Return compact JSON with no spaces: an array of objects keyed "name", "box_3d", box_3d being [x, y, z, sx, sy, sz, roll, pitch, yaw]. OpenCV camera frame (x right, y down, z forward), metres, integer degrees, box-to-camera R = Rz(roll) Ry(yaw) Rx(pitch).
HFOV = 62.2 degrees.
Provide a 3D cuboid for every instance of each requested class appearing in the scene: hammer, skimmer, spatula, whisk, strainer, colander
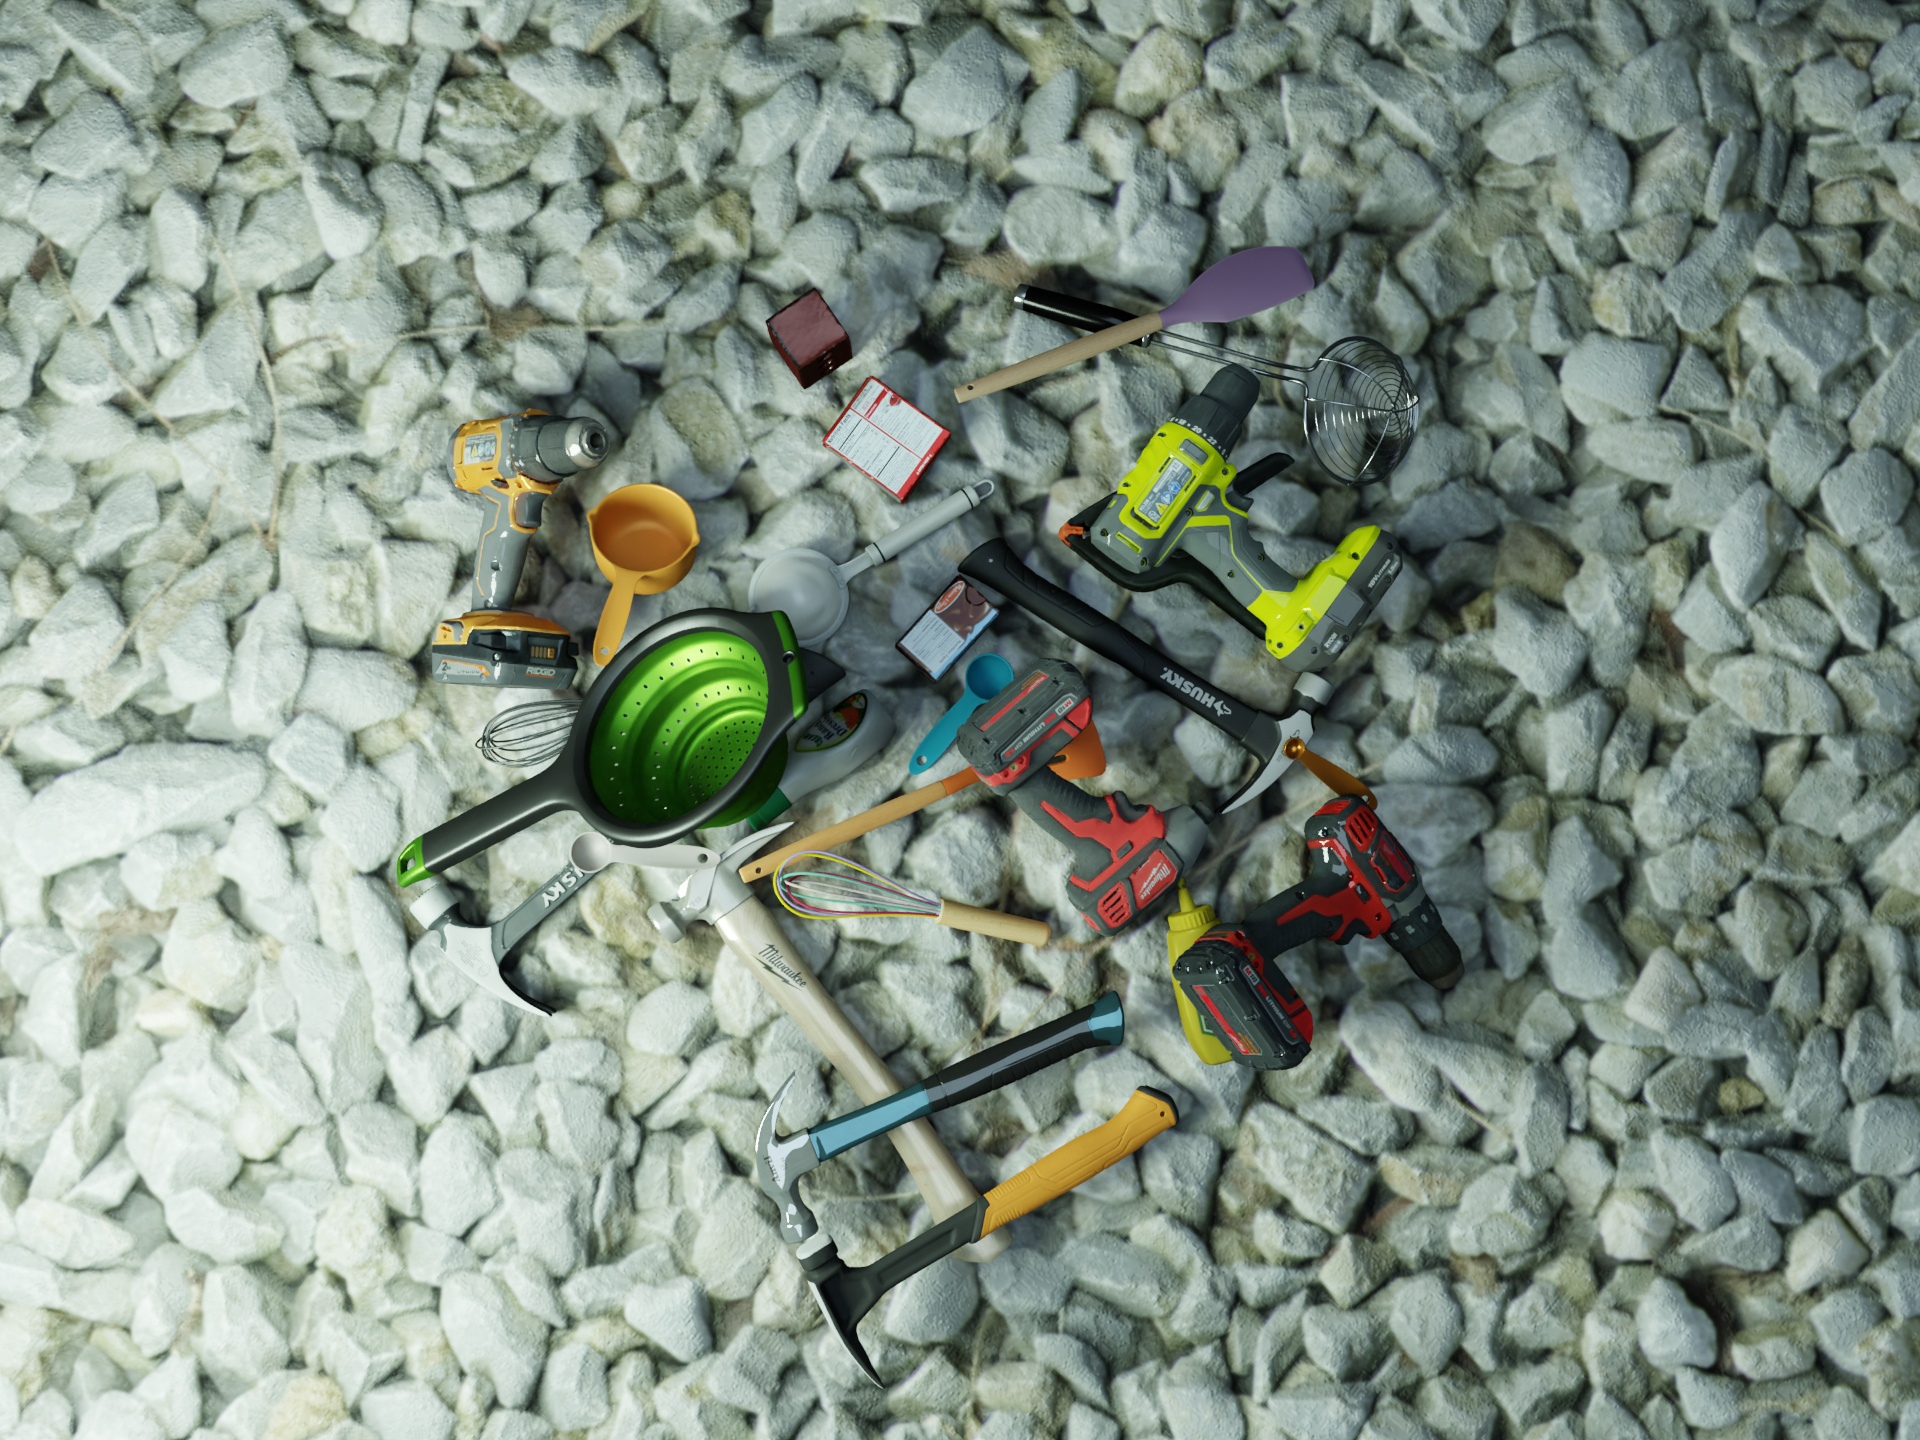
[{"name":"hammer","box_3d":[-0.262,0.081,1.349,0.409,0.036,0.149,-40,91,-3]},{"name":"hammer","box_3d":[0.145,-0.052,1.370,0.335,0.035,0.146,32,86,0]},{"name":"hammer","box_3d":[-0.084,0.279,1.348,0.146,0.038,0.410,-37,90,-4]},{"name":"skimmer","box_3d":[0.221,-0.307,1.386,0.363,0.090,0.127,19,84,9]},{"name":"hammer","box_3d":[-0.014,0.308,1.318,0.331,0.033,0.128,-22,90,-6]},{"name":"spatula","box_3d":[-0.034,0.067,1.341,0.322,0.041,0.081,-23,100,-12]},{"name":"spatula","box_3d":[0.143,-0.331,1.342,0.316,0.018,0.060,-21,73,0]},{"name":"whisk","box_3d":[-0.040,0.159,1.331,0.245,0.051,0.047,15,44,-16]},{"name":"strainer","box_3d":[-0.081,-0.139,1.363,0.258,0.050,0.086,-32,105,-6]},{"name":"hammer","box_3d":[0.039,0.408,1.316,0.337,0.034,0.127,-27,93,-14]},{"name":"colander","box_3d":[-0.276,0.055,1.290,0.397,0.094,0.205,-26,54,14]},{"name":"whisk","box_3d":[-0.293,-0.012,1.347,0.239,0.055,0.055,-18,89,-6]}]

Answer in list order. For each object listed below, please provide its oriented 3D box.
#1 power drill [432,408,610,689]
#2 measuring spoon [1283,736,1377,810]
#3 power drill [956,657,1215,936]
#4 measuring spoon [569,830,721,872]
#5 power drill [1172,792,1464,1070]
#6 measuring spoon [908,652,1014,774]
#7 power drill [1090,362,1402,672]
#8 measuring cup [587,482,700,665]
[{"name":"power drill","box_3d":[-0.353,-0.140,1.292,0.185,0.084,0.226,2,88,42]},{"name":"measuring spoon","box_3d":[0.317,0.047,1.366,0.116,0.011,0.021,33,91,-25]},{"name":"power drill","box_3d":[0.110,0.061,1.324,0.143,0.079,0.219,-40,107,-4]},{"name":"measuring spoon","box_3d":[-0.262,0.113,1.326,0.124,0.018,0.034,4,82,-9]},{"name":"power drill","box_3d":[0.308,0.194,1.324,0.227,0.080,0.188,-39,96,-23]},{"name":"measuring spoon","box_3d":[-0.002,-0.004,1.375,0.042,0.021,0.128,39,96,-1]},{"name":"power drill","box_3d":[0.248,-0.166,1.323,0.228,0.080,0.190,36,88,-4]},{"name":"measuring cup","box_3d":[-0.274,-0.112,1.322,0.095,0.052,0.174,13,66,-2]}]
